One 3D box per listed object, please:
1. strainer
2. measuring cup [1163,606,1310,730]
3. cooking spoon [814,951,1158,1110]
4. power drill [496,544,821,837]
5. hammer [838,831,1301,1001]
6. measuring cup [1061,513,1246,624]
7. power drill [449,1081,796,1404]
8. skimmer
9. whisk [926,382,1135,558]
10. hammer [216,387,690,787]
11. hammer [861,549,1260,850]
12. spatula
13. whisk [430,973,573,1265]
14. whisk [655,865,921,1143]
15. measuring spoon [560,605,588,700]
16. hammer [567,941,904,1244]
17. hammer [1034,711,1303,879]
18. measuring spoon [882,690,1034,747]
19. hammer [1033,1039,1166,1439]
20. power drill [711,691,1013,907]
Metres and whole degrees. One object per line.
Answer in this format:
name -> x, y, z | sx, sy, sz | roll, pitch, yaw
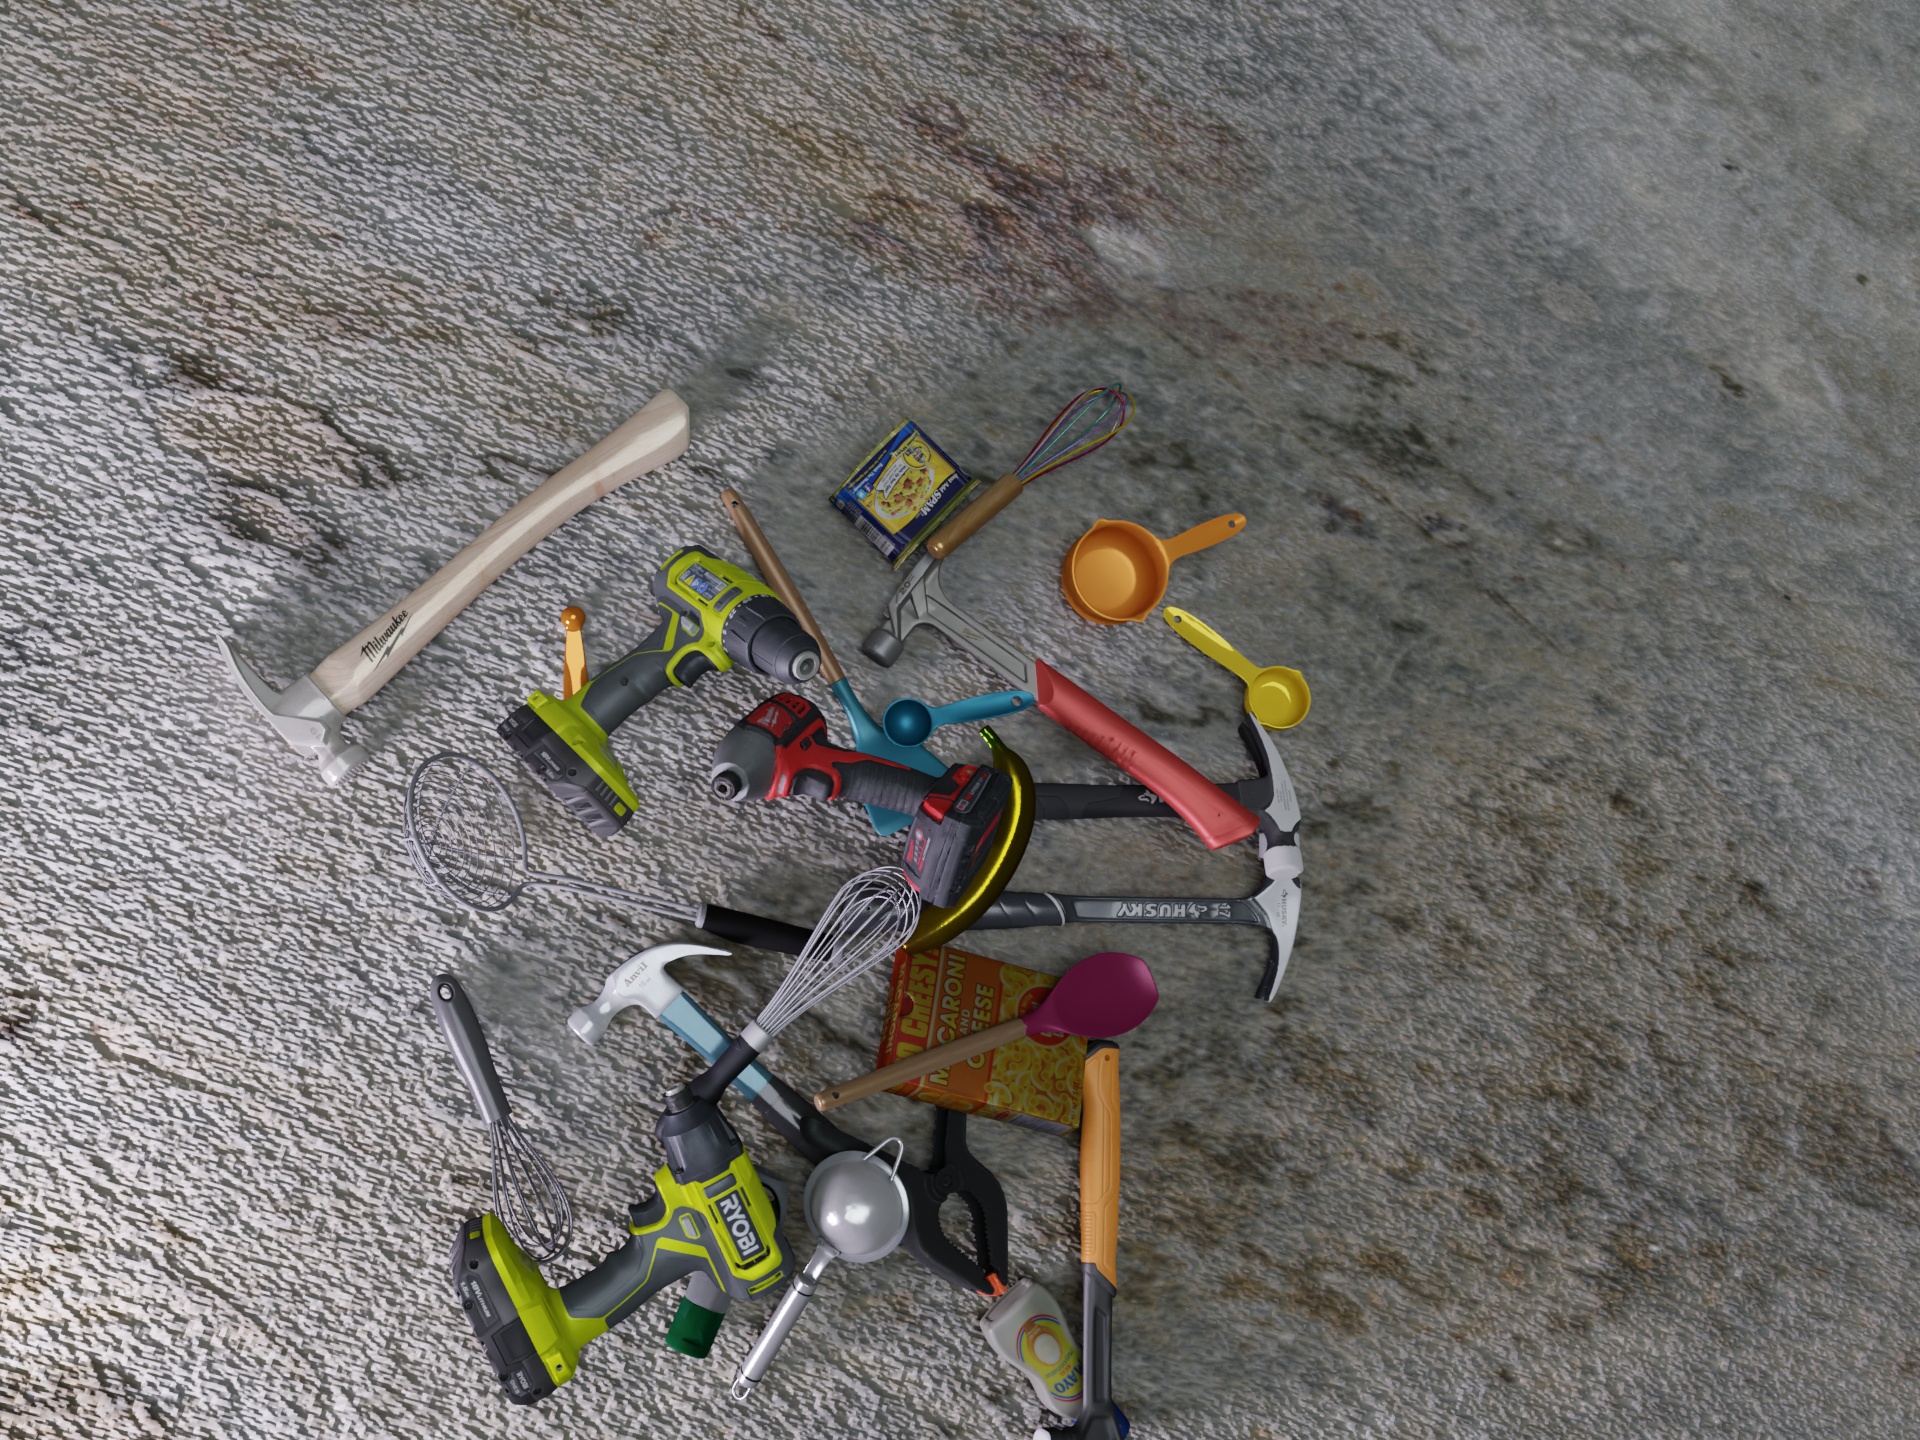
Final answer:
strainer -> -0.116, 0.434, 1.239 | 0.087, 0.050, 0.258 | 33, 104, 13
measuring cup -> 0.242, -0.049, 1.421 | 0.156, 0.029, 0.062 | 38, 76, 5
cooking spoon -> 0.027, 0.253, 1.271 | 0.319, 0.017, 0.069 | -14, 74, -29
power drill -> -0.226, -0.023, 1.225 | 0.228, 0.191, 0.080 | -44, 135, -11
hammer -> 0.099, 0.166, 1.358 | 0.409, 0.036, 0.149 | 2, 86, -13
measuring cup -> 0.168, -0.142, 1.395 | 0.173, 0.052, 0.095 | -23, 91, -16
power drill -> -0.255, 0.386, 1.182 | 0.223, 0.080, 0.171 | -25, 100, -16
skimmer -> -0.255, 0.122, 1.249 | 0.363, 0.090, 0.127 | 16, 42, -15
whisk -> 0.064, -0.215, 1.359 | 0.245, 0.051, 0.047 | -42, 89, -22
hammer -> -0.386, -0.135, 1.271 | 0.410, 0.038, 0.146 | -43, 94, -14
hammer -> 0.101, -0.017, 1.337 | 0.359, 0.036, 0.149 | 35, 79, 5
spatula -> -0.113, -0.057, 1.323 | 0.082, 0.044, 0.317 | -31, 91, -9
whisk -> -0.362, 0.308, 1.232 | 0.055, 0.055, 0.239 | -22, 86, -14
whisk -> -0.138, 0.224, 1.253 | 0.070, 0.070, 0.284 | 45, 84, -6
measuring spoon -> -0.312, -0.036, 1.290 | 0.021, 0.011, 0.117 | -2, 86, -13
hammer -> -0.152, 0.307, 1.286 | 0.331, 0.033, 0.128 | 44, 78, -6
hammer -> 0.122, 0.064, 1.359 | 0.334, 0.035, 0.146 | 0, 63, -8
measuring spoon -> -0.002, -0.004, 1.309 | 0.128, 0.021, 0.042 | -11, 77, -11
hammer -> 0.122, 0.436, 1.315 | 0.127, 0.034, 0.337 | 7, 74, -24
power drill -> -0.083, 0.055, 1.229 | 0.220, 0.143, 0.078 | 22, 115, 10
